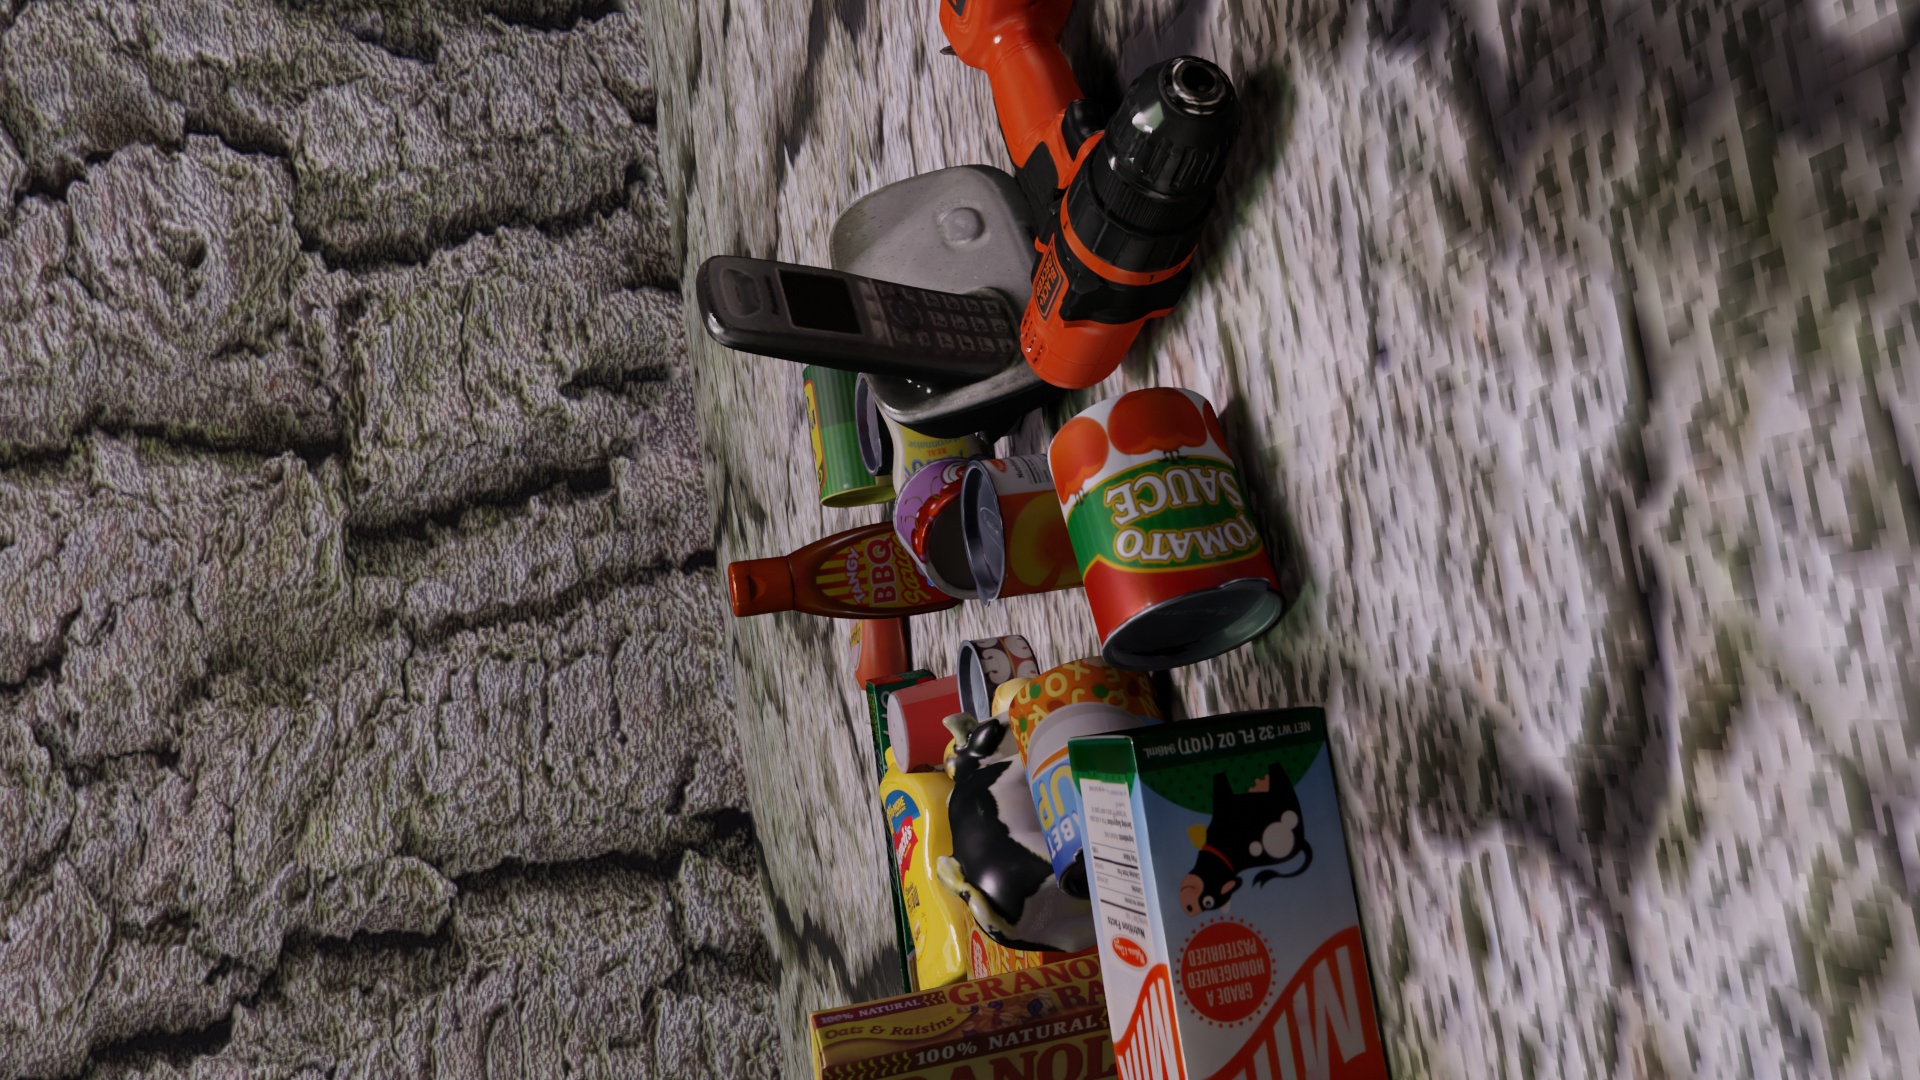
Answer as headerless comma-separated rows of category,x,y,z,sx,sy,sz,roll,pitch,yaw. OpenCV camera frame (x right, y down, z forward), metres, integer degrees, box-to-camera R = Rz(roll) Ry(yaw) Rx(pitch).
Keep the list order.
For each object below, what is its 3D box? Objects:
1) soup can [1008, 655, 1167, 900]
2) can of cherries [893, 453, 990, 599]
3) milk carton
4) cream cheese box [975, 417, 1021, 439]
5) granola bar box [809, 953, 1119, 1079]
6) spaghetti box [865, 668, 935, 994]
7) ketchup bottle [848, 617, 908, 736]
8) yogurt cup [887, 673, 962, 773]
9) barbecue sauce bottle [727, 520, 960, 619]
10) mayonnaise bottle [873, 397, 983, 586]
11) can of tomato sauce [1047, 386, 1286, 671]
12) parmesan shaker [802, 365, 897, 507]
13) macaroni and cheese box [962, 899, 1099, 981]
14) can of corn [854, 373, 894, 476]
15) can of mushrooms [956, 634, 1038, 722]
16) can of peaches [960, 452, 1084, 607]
soup can,0.061,0.099,0.590,0.071,0.071,0.084,103,156,-52
can of cherries,0.003,-0.010,0.768,0.058,0.071,0.071,-132,38,-65
milk carton,0.095,0.158,0.485,0.073,0.072,0.190,147,116,-74
cream cheese box,0.012,-0.113,0.761,0.053,0.024,0.104,107,152,-58
granola bar box,0.017,0.262,0.644,0.039,0.166,0.123,-128,33,-64
spaghetti box,-0.030,0.223,1.029,0.028,0.050,0.250,170,93,-73
ketchup bottle,-0.066,0.080,1.109,0.064,0.043,0.148,-175,77,-75
yogurt cup,-0.017,0.124,0.924,0.072,0.054,0.072,175,89,-74
barbecue sauce bottle,-0.076,0.023,0.915,0.043,0.149,0.065,173,90,-76
mayonnaise bottle,-0.013,-0.048,0.819,0.041,0.065,0.148,-105,5,-84
can of tomato sauce,0.073,-0.005,0.501,0.070,0.071,0.083,109,151,-59
parmesan shaker,-0.078,-0.081,1.039,0.071,0.071,0.103,139,123,-72
macaroni and cheese box,0.041,0.238,0.790,0.166,0.040,0.123,-149,53,-72
can of corn,-0.030,-0.074,0.872,0.071,0.058,0.071,174,89,-75
can of mushrooms,0.022,0.090,0.801,0.071,0.033,0.071,175,89,-75
can of peaches,0.037,-0.006,0.653,0.071,0.058,0.071,173,89,-75
